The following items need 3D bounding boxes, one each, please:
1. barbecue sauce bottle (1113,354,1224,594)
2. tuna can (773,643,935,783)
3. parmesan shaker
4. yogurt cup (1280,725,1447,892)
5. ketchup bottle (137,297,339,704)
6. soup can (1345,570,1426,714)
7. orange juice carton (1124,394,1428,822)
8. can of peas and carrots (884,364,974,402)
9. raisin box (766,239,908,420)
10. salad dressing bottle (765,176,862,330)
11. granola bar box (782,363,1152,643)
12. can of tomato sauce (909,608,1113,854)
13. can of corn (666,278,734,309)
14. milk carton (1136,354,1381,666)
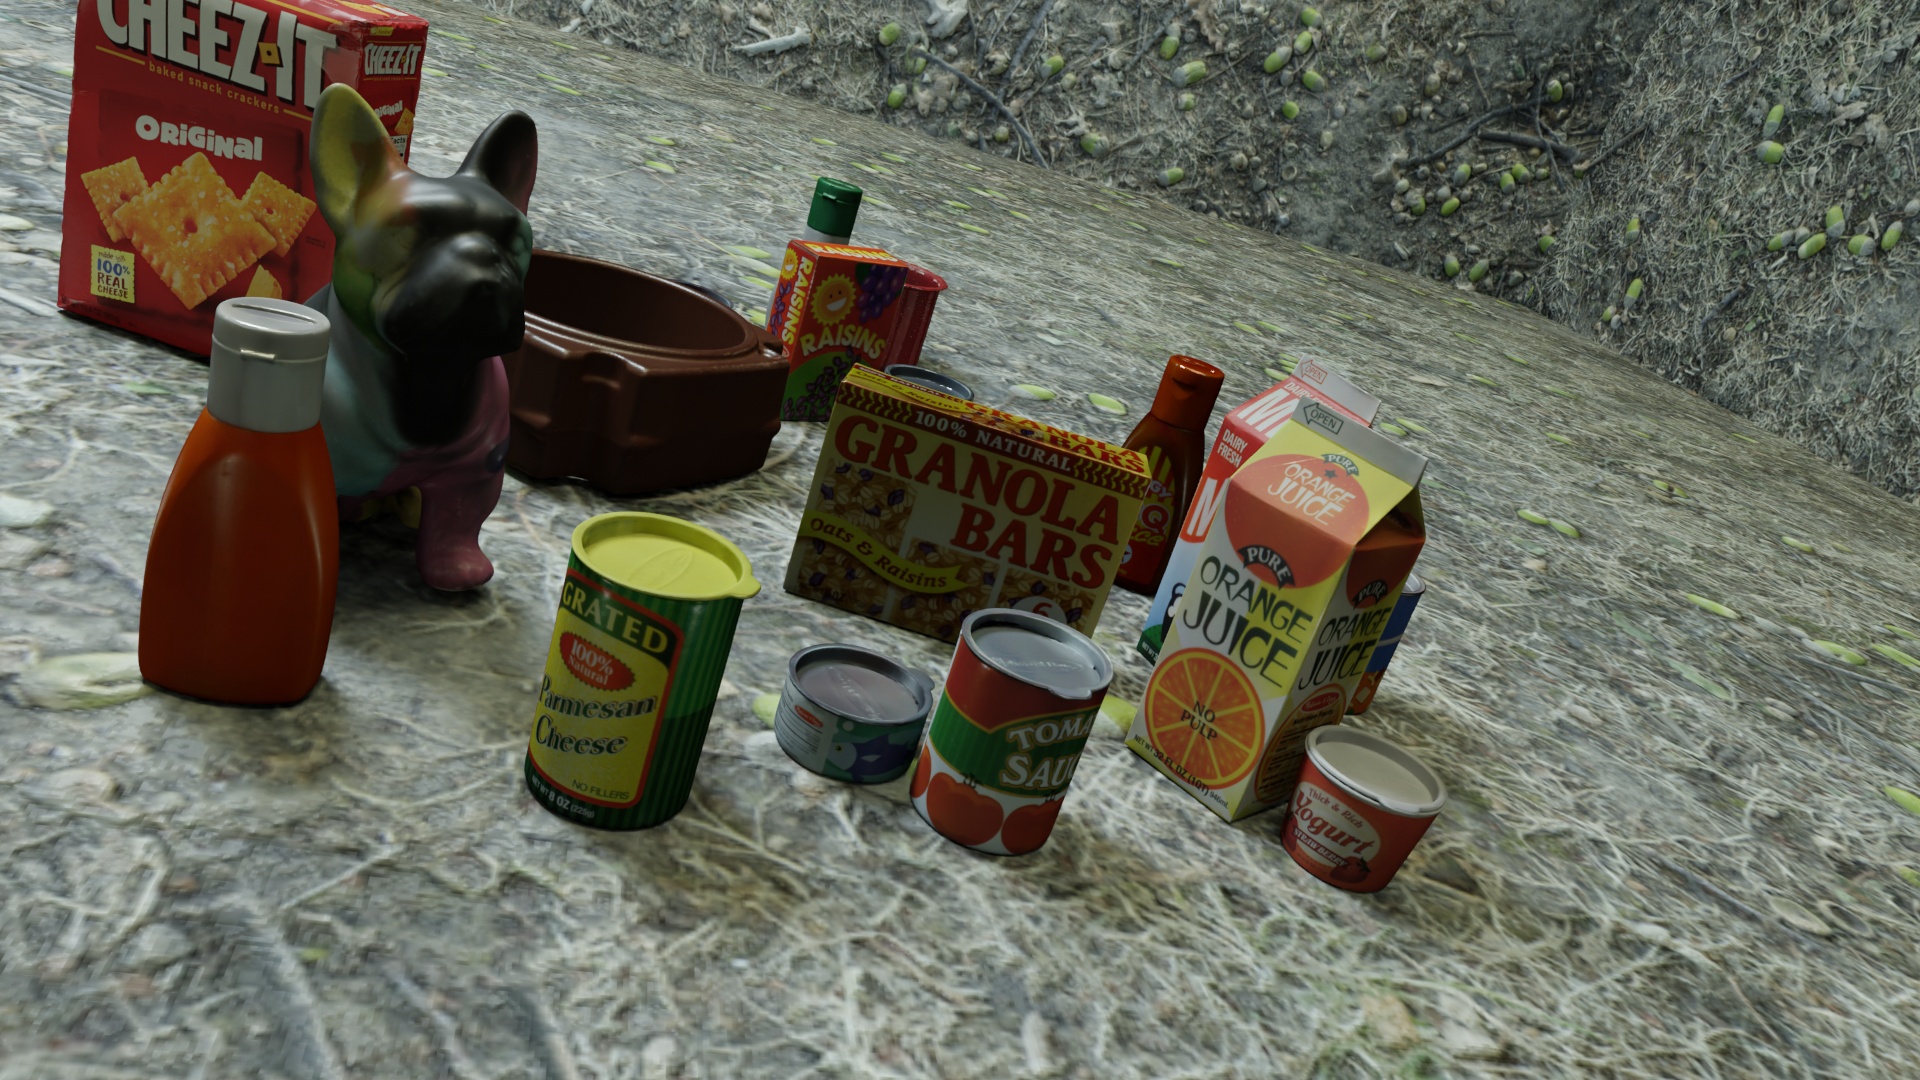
[{"bbox_3d":[0.125,-0.043,0.883,0.065,0.148,0.044,26,22,19],"label":"barbecue sauce bottle"},{"bbox_3d":[-0.046,0.076,0.618,0.071,0.032,0.071,16,22,-6],"label":"tuna can"},{"bbox_3d":[-0.121,0.051,0.526,0.071,0.102,0.071,16,21,-6],"label":"parmesan shaker"},{"bbox_3d":[0.185,0.127,0.651,0.072,0.053,0.073,16,22,-6],"label":"yogurt cup"},{"bbox_3d":[-0.259,-0.013,0.508,0.065,0.148,0.044,12,22,-17],"label":"ketchup bottle"},{"bbox_3d":[0.225,0.051,0.824,0.071,0.083,0.071,16,21,-6],"label":"soup can"},{"bbox_3d":[0.157,0.032,0.668,0.073,0.191,0.072,-5,31,-46],"label":"orange juice carton"},{"bbox_3d":[-0.028,-0.085,0.985,0.071,0.058,0.071,16,21,-6],"label":"can of peas and carrots"},{"bbox_3d":[-0.095,-0.149,1.000,0.086,0.123,0.040,-3,29,-43],"label":"raisin box"},{"bbox_3d":[-0.113,-0.211,1.102,0.064,0.147,0.044,22,21,10],"label":"salad dressing bottle"},{"bbox_3d":[0.003,-0.009,0.738,0.166,0.123,0.039,18,21,-1],"label":"granola bar box"},{"bbox_3d":[0.022,0.082,0.590,0.071,0.082,0.071,16,21,-6],"label":"can of tomato sauce"},{"bbox_3d":[-0.204,-0.151,1.006,0.071,0.058,0.071,16,21,-6],"label":"can of corn"},{"bbox_3d":[0.174,-0.003,0.767,0.073,0.189,0.072,6,24,-29],"label":"milk carton"}]
